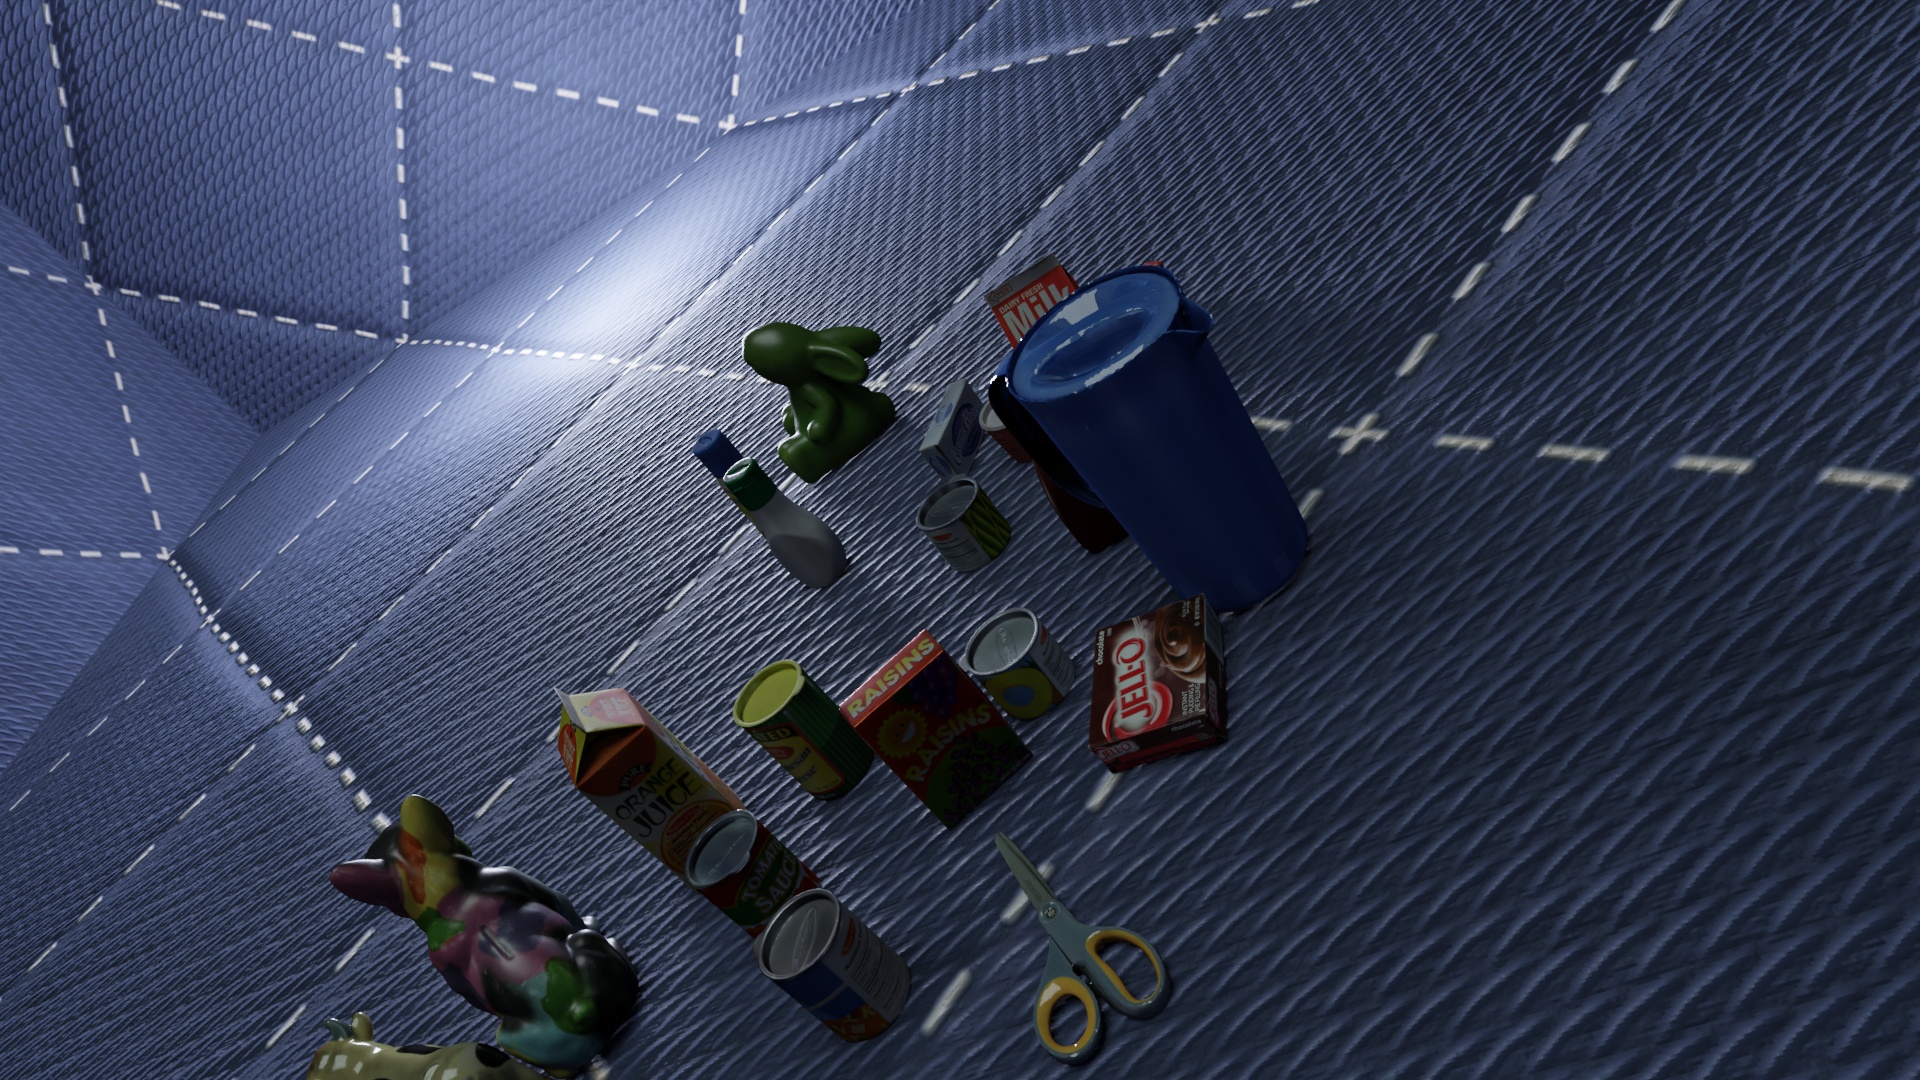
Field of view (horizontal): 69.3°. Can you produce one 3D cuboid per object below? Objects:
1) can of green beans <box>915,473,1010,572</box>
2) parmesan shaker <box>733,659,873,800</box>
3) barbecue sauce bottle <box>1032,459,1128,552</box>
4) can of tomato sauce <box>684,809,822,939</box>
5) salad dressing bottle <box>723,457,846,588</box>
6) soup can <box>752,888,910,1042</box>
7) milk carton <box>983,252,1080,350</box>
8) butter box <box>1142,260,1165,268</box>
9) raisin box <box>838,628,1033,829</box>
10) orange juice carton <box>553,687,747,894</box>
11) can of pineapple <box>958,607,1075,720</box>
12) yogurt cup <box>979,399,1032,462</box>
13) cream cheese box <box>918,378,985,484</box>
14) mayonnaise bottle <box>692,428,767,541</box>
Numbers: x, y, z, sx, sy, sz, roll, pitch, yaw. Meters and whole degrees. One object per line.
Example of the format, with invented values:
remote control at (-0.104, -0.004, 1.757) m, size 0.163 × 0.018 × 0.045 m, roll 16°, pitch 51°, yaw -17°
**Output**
can of green beans at (0.003, -0.014, 1.245) m, size 0.071 × 0.057 × 0.071 m, roll -27°, pitch 32°, yaw 19°
parmesan shaker at (-0.122, 0.153, 1.110) m, size 0.071 × 0.103 × 0.072 m, roll -27°, pitch 32°, yaw 19°
barbecue sauce bottle at (0.090, -0.060, 1.127) m, size 0.065 × 0.148 × 0.044 m, roll -37°, pitch 30°, yaw 3°
can of tomato sauce at (-0.151, 0.251, 1.028) m, size 0.071 × 0.083 × 0.071 m, roll -27°, pitch 32°, yaw 19°
salad dressing bottle at (-0.170, -0.017, 1.342) m, size 0.064 × 0.147 × 0.044 m, roll -19°, pitch 36°, yaw 30°
soup can at (-0.085, 0.281, 0.917) m, size 0.071 × 0.083 × 0.072 m, roll -27°, pitch 32°, yaw 19°
milk carton at (0.099, -0.159, 1.207) m, size 0.072 × 0.190 × 0.074 m, roll -32°, pitch 31°, yaw 12°
butter box at (0.174, -0.217, 1.342) m, size 0.024 × 0.053 × 0.104 m, roll 4°, pitch 51°, yaw 49°
raisin box at (-0.017, 0.137, 1.000) m, size 0.086 × 0.123 × 0.040 m, roll -41°, pitch 30°, yaw -4°
orange juice carton at (-0.252, 0.189, 1.110) m, size 0.073 × 0.192 × 0.072 m, roll -43°, pitch 31°, yaw -8°
can of pineapple at (0.044, 0.095, 1.057) m, size 0.071 × 0.057 × 0.071 m, roll -27°, pitch 32°, yaw 19°
yogurt cup at (0.060, -0.111, 1.320) m, size 0.072 × 0.053 × 0.073 m, roll -27°, pitch 32°, yaw 19°
cream cheese box at (-0.004, -0.108, 1.382) m, size 0.024 × 0.053 × 0.104 m, roll -15°, pitch 38°, yaw 35°
mayonnaise bottle at (-0.218, -0.051, 1.439) m, size 0.041 × 0.147 × 0.065 m, roll -49°, pitch 32°, yaw -17°
